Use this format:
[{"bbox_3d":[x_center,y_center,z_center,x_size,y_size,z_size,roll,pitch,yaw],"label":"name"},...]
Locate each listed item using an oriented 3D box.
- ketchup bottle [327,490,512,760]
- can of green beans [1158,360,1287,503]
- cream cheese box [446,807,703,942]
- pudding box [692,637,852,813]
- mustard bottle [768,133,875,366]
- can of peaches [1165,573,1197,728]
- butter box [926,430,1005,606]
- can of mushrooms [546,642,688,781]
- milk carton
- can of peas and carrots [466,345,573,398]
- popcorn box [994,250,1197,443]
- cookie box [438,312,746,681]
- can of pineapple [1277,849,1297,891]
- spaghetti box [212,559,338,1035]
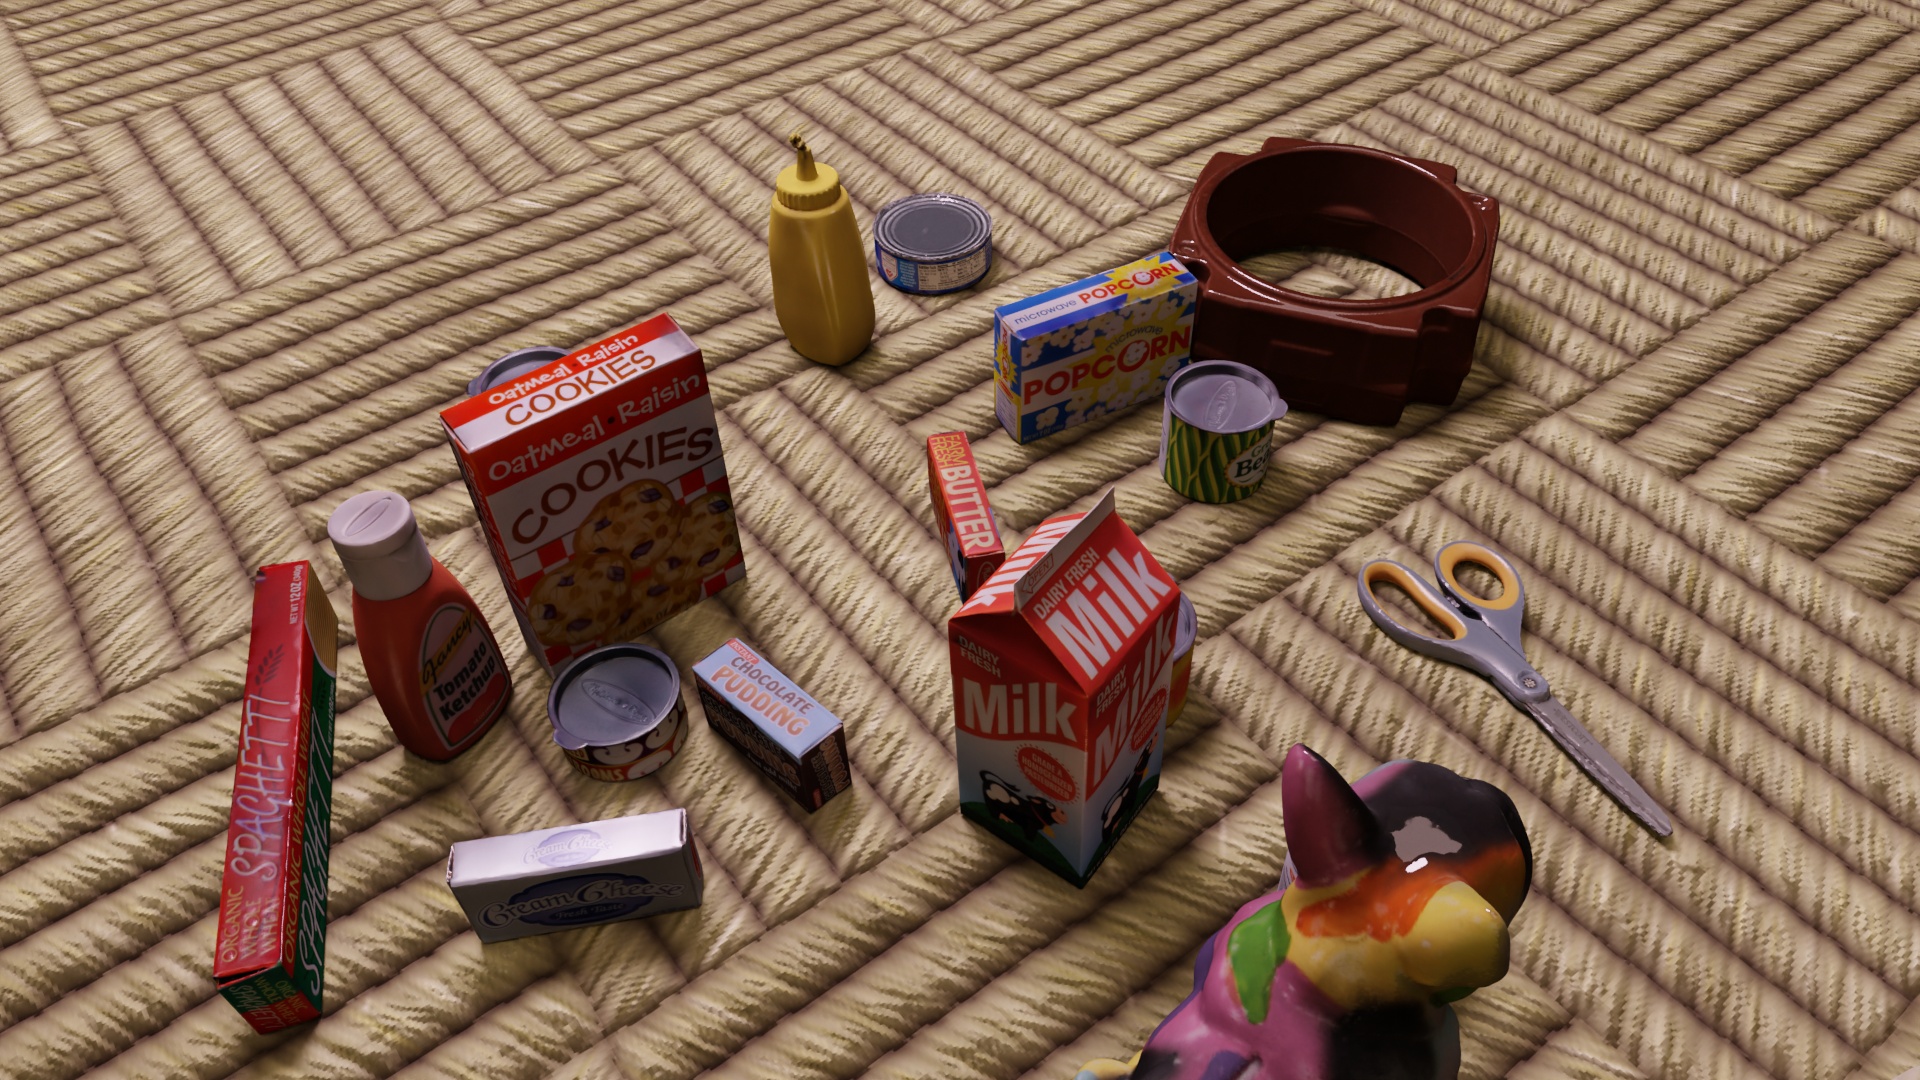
[{"bbox_3d":[-0.265,0.041,0.676,0.043,0.148,0.065,18,49,19],"label":"ketchup bottle"},{"bbox_3d":[0.153,-0.064,0.827,0.071,0.057,0.071,-1,45,1],"label":"can of green beans"},{"bbox_3d":[-0.172,0.152,0.629,0.104,0.053,0.024,-8,46,-6],"label":"cream cheese box"},{"bbox_3d":[-0.093,0.091,0.689,0.084,0.049,0.030,34,56,30],"label":"pudding box"},{"bbox_3d":[-0.091,-0.188,0.887,0.065,0.159,0.049,28,53,27],"label":"mustard bottle"},{"bbox_3d":[0.087,0.057,0.710,0.071,0.057,0.071,-1,45,1],"label":"can of peaches"},{"bbox_3d":[0.003,-0.010,0.782,0.024,0.052,0.104,-10,46,-8],"label":"butter box"},{"bbox_3d":[-0.175,0.088,0.706,0.071,0.033,0.071,-1,45,1],"label":"can of mushrooms"},{"bbox_3d":[0.045,0.063,0.613,0.073,0.189,0.073,27,52,26],"label":"milk carton"},{"bbox_3d":[-0.259,-0.076,0.853,0.071,0.058,0.071,-1,45,1],"label":"can of peas and carrots"},{"bbox_3d":[0.083,-0.120,0.866,0.127,0.084,0.038,-21,48,-18],"label":"popcorn box"},{"bbox_3d":[-0.183,-0.021,0.720,0.123,0.166,0.040,-30,52,-25],"label":"cookie box"},{"bbox_3d":[0.176,0.152,0.612,0.071,0.057,0.071,-1,45,1],"label":"can of pineapple"},{"bbox_3d":[-0.328,0.113,0.675,0.029,0.049,0.251,-13,46,-10],"label":"spaghetti box"}]
